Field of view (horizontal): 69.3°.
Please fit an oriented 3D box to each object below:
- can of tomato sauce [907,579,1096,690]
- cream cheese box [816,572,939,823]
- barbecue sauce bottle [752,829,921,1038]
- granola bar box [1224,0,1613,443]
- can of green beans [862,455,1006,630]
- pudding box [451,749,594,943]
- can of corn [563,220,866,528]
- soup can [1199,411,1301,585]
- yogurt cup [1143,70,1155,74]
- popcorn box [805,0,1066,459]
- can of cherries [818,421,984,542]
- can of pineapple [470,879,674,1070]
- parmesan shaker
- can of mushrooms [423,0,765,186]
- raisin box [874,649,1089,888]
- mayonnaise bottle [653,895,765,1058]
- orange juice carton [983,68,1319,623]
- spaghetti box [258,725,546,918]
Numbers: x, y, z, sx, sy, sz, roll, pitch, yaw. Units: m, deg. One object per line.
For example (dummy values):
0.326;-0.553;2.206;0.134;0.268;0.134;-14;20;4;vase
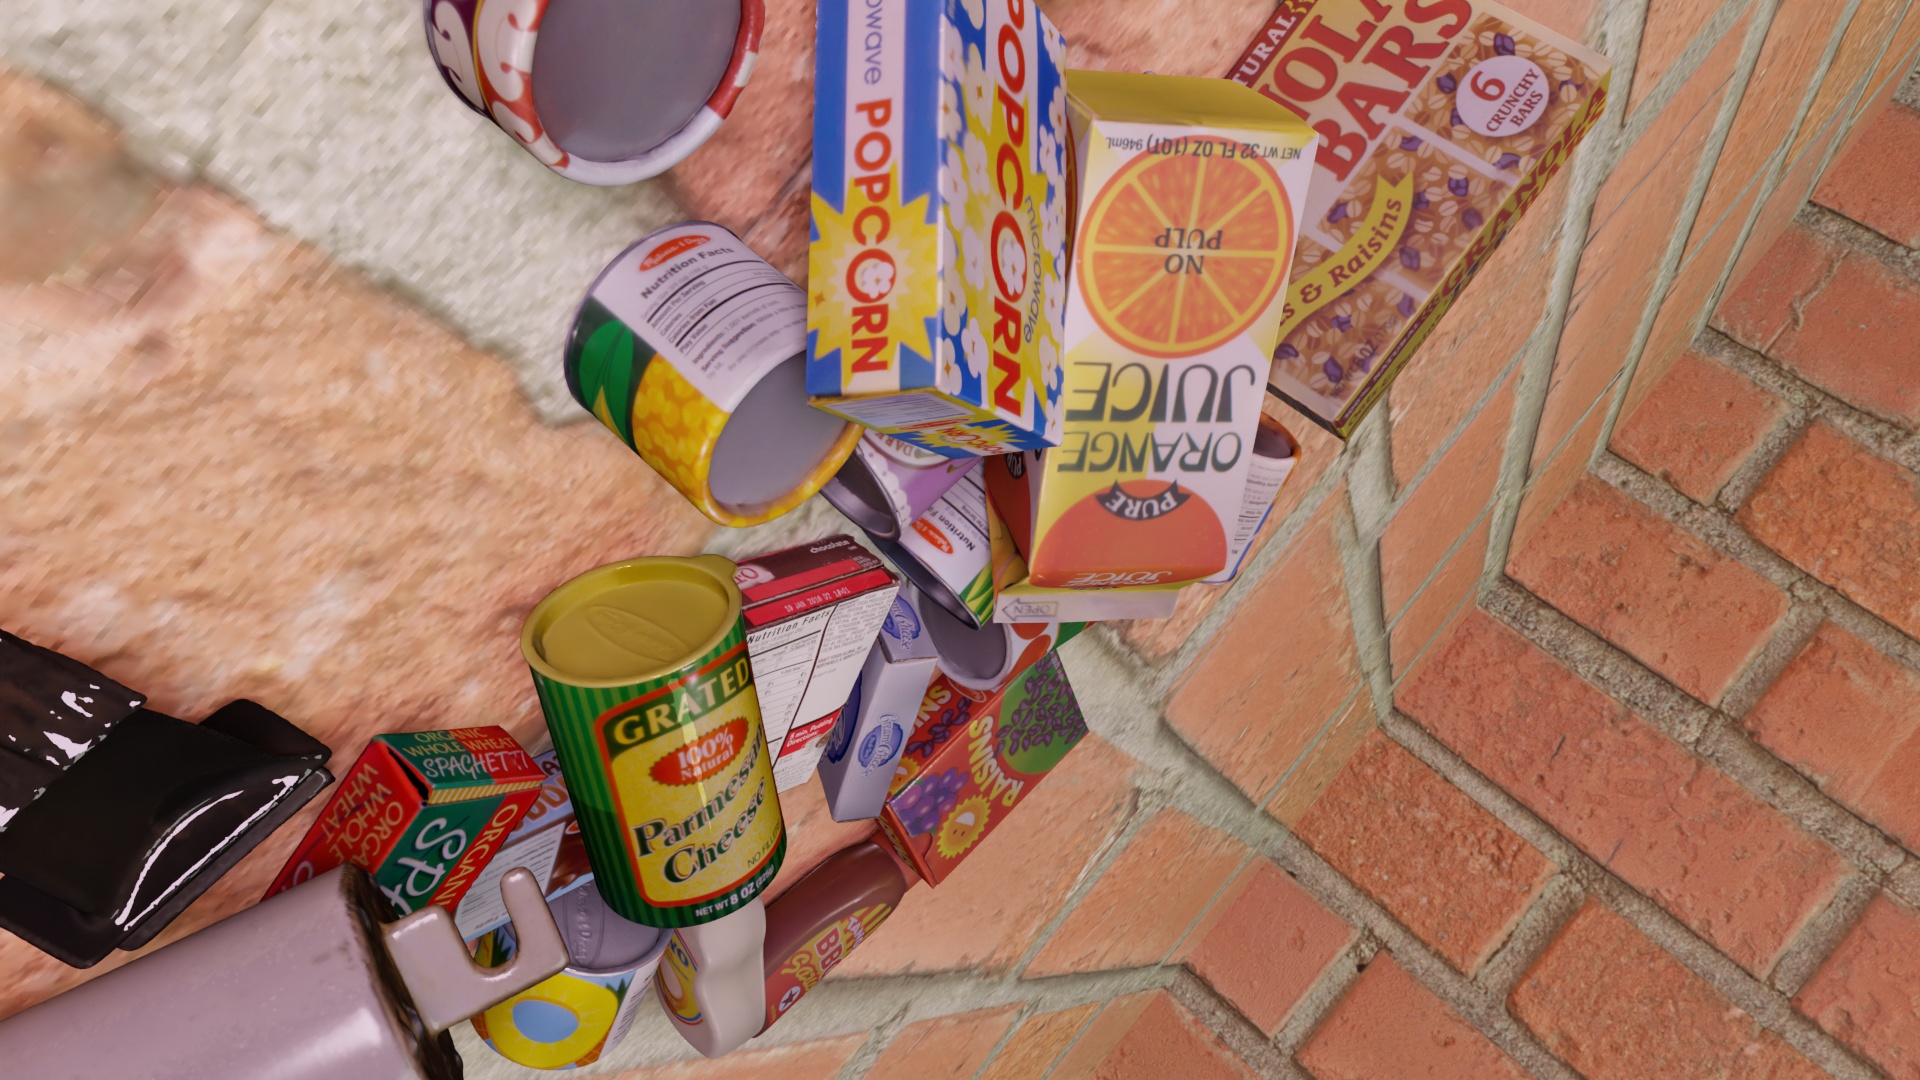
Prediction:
0.026;0.024;0.638;0.083;0.071;0.070;-29;148;-39;can of tomato sauce
-0.041;0.068;0.596;0.024;0.053;0.103;-1;132;-25;cream cheese box
-0.068;0.201;0.757;0.149;0.044;0.064;-35;147;-33;barbecue sauce bottle
0.151;-0.141;0.549;0.165;0.124;0.039;-53;157;4;granola bar box
0.002;-0.007;0.551;0.058;0.071;0.071;-47;156;-9;can of green beans
-0.152;0.104;0.484;0.084;0.030;0.049;-21;142;-49;pudding box
-0.065;-0.044;0.388;0.071;0.058;0.070;-39;154;-24;can of corn
0.140;-0.030;0.770;0.071;0.071;0.083;-20;141;-49;soup can
0.076;-0.127;0.515;0.054;0.072;0.072;-45;157;6;yogurt cup
-0.003;-0.091;0.373;0.085;0.038;0.127;15;74;-65;popcorn box
-0.022;-0.043;0.452;0.058;0.071;0.071;-43;155;-17;can of cherries
-0.148;0.153;0.520;0.071;0.071;0.057;-17;140;-52;can of pineapple
-0.093;0.064;0.447;0.071;0.071;0.102;-33;131;-35;parmesan shaker
-0.076;-0.114;0.297;0.071;0.033;0.070;-39;154;-23;can of mushrooms
0.007;0.112;0.737;0.124;0.040;0.085;-42;138;-19;raisin box
-0.112;0.166;0.610;0.041;0.065;0.147;-25;142;-31;mayonnaise bottle
0.055;-0.054;0.471;0.072;0.073;0.191;-1;119;-13;orange juice carton
-0.216;0.156;0.427;0.249;0.029;0.050;-52;158;12;spaghetti box
